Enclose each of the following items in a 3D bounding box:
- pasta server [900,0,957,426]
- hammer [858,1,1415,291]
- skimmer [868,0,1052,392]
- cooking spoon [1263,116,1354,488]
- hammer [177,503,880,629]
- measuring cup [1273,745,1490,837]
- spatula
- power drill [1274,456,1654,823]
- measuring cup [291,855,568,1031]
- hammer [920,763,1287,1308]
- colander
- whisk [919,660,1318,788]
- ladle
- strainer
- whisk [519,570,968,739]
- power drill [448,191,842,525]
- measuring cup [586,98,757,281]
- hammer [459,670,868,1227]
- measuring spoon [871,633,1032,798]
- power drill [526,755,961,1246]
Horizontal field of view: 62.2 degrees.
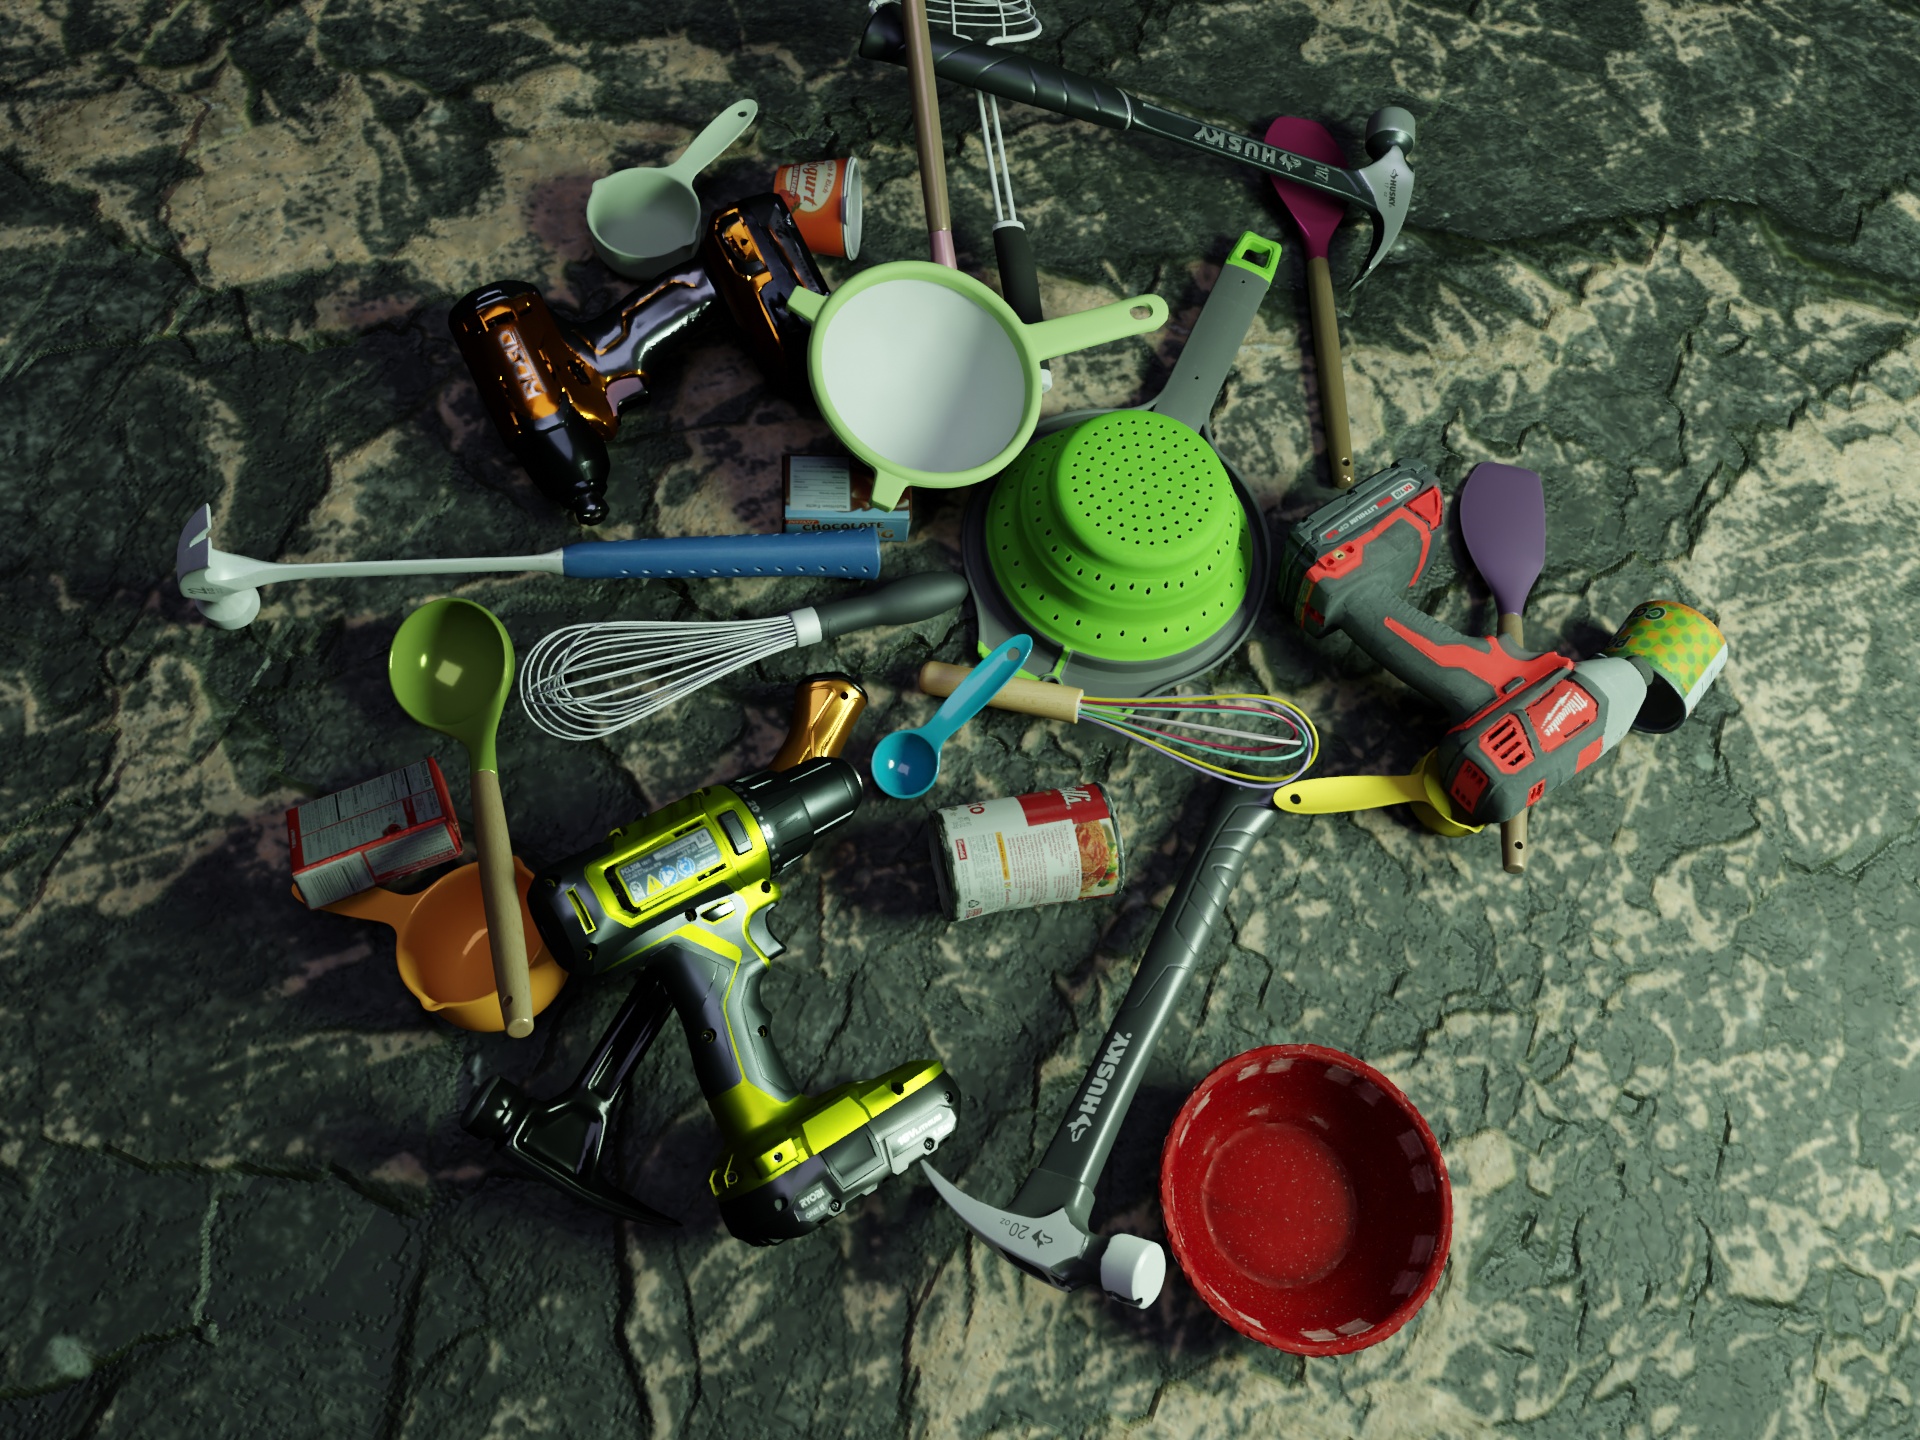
[{"bbox_3d":[-0.016,-0.353,1.054,0.060,0.040,0.316,-7,96,-6],"label":"pasta server"},{"bbox_3d":[0.129,-0.416,1.111,0.408,0.036,0.149,13,69,-11],"label":"hammer"},{"bbox_3d":[0.017,-0.394,1.144,0.127,0.090,0.363,-5,78,-17],"label":"skimmer"},{"bbox_3d":[0.257,-0.306,1.138,0.068,0.017,0.319,5,66,-13],"label":"cooking spoon"},{"bbox_3d":[-0.248,-0.095,0.950,0.405,0.144,0.035,-3,80,-15],"label":"hammer"},{"bbox_3d":[0.258,0.048,0.973,0.156,0.029,0.062,-3,66,-16],"label":"measuring cup"},{"bbox_3d":[0.352,-0.045,1.024,0.060,0.018,0.316,11,59,-1],"label":"spatula"},{"bbox_3d":[0.309,-0.052,0.980,0.143,0.078,0.220,-31,63,-14],"label":"power drill"},{"bbox_3d":[-0.296,0.120,0.890,0.174,0.052,0.095,10,59,22],"label":"measuring cup"},{"bbox_3d":[0.103,0.156,0.897,0.146,0.035,0.335,5,50,37],"label":"hammer"},{"bbox_3d":[0.139,-0.195,1.037,0.204,0.094,0.397,25,67,4],"label":"colander"},{"bbox_3d":[0.094,-0.008,0.965,0.245,0.047,0.051,11,49,12],"label":"whisk"},{"bbox_3d":[-0.260,0.042,0.847,0.078,0.062,0.321,-36,42,7],"label":"ladle"},{"bbox_3d":[0.017,-0.225,1.025,0.256,0.069,0.151,-21,83,-23],"label":"strainer"},{"bbox_3d":[-0.126,-0.048,0.973,0.284,0.070,0.070,-15,70,-17],"label":"whisk"},{"bbox_3d":[-0.192,-0.230,1.024,0.226,0.084,0.164,-25,81,-11],"label":"power drill"},{"bbox_3d":[-0.192,-0.371,1.108,0.083,0.038,0.168,32,66,7],"label":"measuring cup"},{"bbox_3d":[-0.136,0.113,0.901,0.127,0.034,0.337,36,62,-14],"label":"hammer"},{"bbox_3d":[-0.002,-0.003,0.965,0.128,0.021,0.042,-46,76,-2],"label":"measuring spoon"},{"bbox_3d":[-0.097,0.140,0.850,0.190,0.080,0.228,-26,85,-30],"label":"power drill"}]
